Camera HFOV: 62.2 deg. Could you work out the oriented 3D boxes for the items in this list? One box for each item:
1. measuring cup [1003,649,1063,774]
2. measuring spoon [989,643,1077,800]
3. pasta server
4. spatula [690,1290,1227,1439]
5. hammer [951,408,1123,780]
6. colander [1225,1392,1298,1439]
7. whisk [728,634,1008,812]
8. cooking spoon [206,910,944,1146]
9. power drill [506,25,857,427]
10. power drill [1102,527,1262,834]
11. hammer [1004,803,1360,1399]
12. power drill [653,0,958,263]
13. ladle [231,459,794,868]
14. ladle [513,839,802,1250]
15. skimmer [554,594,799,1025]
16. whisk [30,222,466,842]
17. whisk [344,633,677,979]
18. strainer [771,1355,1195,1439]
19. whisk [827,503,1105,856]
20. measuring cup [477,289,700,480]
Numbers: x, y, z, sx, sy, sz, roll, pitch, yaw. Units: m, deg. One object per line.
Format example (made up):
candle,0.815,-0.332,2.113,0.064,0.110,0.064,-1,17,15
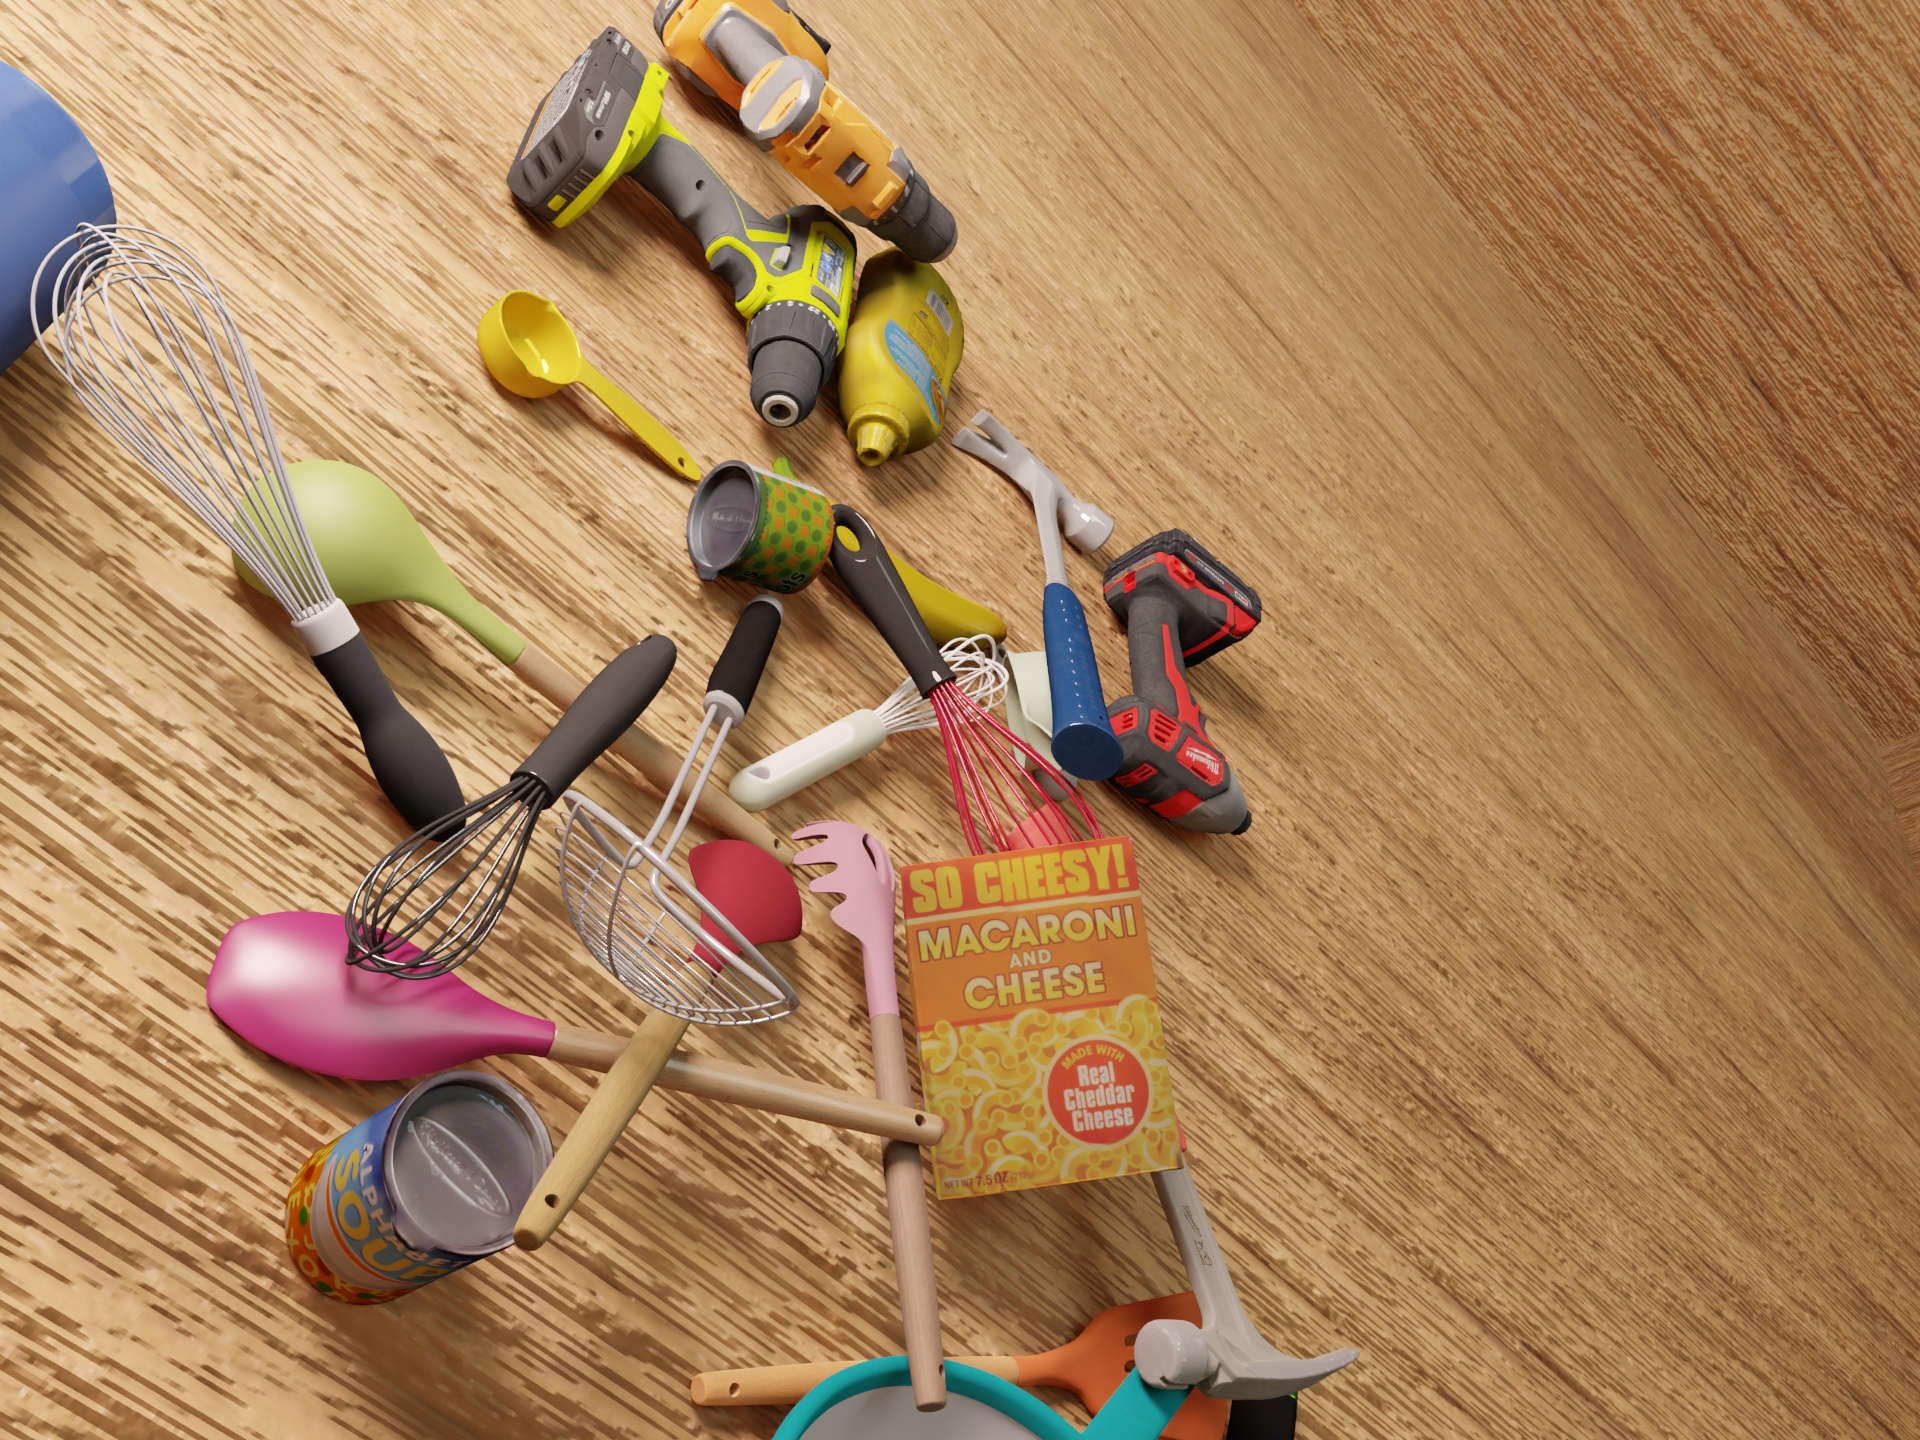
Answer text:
measuring cup,0.059,0.003,0.978,0.168,0.038,0.083,-127,-151,-74
measuring spoon,0.049,-0.005,1.070,0.034,0.018,0.124,-6,68,-51
pasta server,-0.040,0.172,0.770,0.060,0.040,0.317,43,27,-43
spatula,0.013,0.317,0.769,0.322,0.041,0.081,17,69,-40
hammer,0.060,-0.088,1.038,0.144,0.035,0.406,39,22,-21
colander,0.130,0.459,0.753,0.397,0.204,0.094,-42,133,-69
whisk,-0.048,0.002,0.931,0.058,0.059,0.246,27,32,25
cooking spoon,-0.149,0.141,0.675,0.318,0.017,0.069,19,47,-22
power drill,-0.162,-0.301,0.998,0.228,0.080,0.191,36,40,-31
power drill,0.164,-0.021,1.172,0.143,0.078,0.220,35,44,-28
hammer,0.104,0.199,0.902,0.149,0.036,0.359,18,39,-39
power drill,-0.099,-0.411,1.087,0.185,0.084,0.226,26,24,-50
ladle,-0.203,-0.012,0.773,0.319,0.062,0.078,42,37,-31
ladle,-0.123,0.123,0.684,0.069,0.031,0.315,37,21,-5
skimmer,-0.104,0.011,0.755,0.127,0.090,0.364,48,23,-20
whisk,-0.278,-0.066,0.652,0.284,0.070,0.070,67,31,-25
whisk,-0.187,0.028,0.700,0.055,0.055,0.239,47,40,-14
strainer,0.021,0.368,0.695,0.211,0.095,0.340,43,24,17
whisk,-0.001,-0.003,0.907,0.073,0.073,0.296,-14,68,-53
measuring cup,-0.209,-0.180,0.903,0.156,0.029,0.062,41,38,-41
